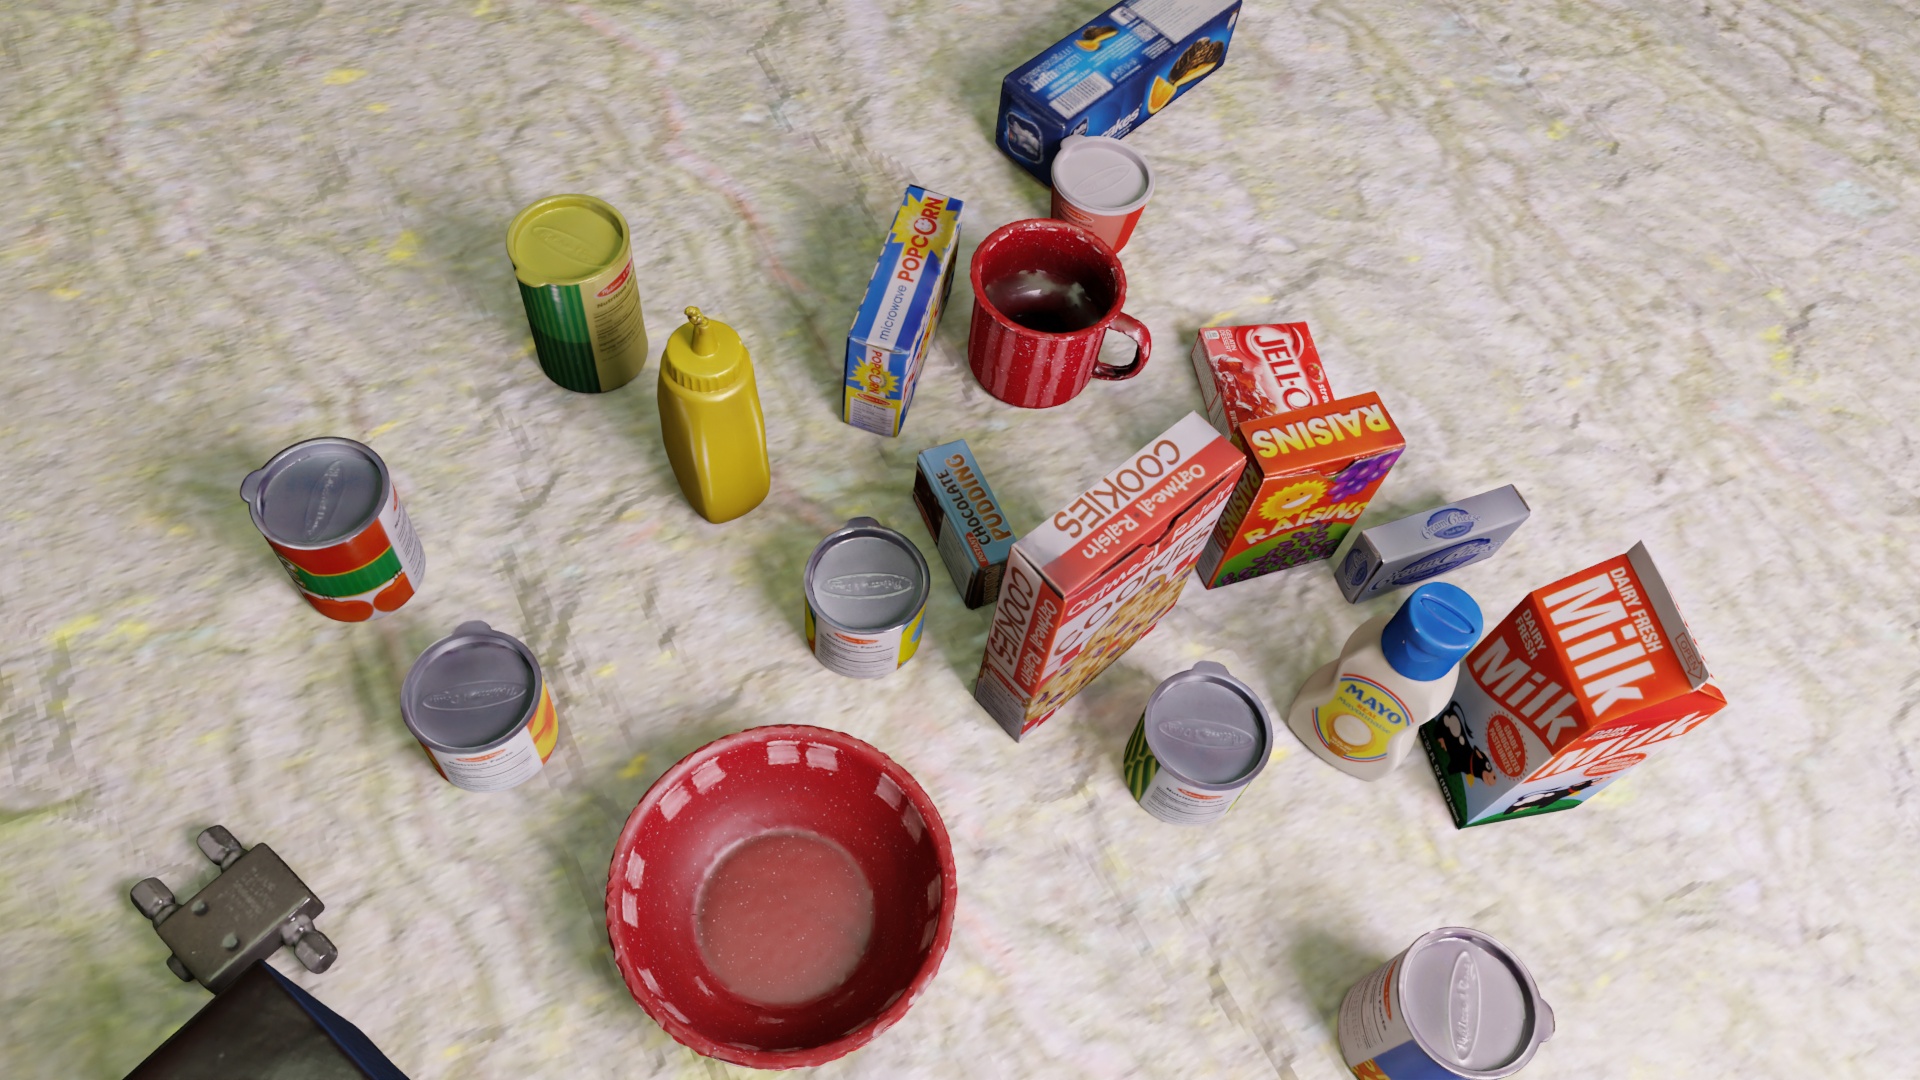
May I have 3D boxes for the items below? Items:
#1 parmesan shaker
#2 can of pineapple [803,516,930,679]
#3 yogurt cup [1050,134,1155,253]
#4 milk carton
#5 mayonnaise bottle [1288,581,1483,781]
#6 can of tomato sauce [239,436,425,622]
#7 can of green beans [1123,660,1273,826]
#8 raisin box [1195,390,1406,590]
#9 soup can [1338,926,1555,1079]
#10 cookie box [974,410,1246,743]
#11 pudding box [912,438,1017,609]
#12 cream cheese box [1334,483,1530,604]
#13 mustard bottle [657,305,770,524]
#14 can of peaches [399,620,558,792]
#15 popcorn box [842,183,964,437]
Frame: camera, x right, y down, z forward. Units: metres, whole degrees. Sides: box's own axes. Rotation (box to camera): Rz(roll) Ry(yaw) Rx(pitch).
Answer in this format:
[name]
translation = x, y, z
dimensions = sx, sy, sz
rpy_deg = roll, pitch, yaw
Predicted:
[parmesan shaker]
translation = -0.221, -0.139, 0.804
dimensions = 0.071, 0.102, 0.071
rpy_deg = 3, 59, -5
[can of pineapple]
translation = -0.051, 0.032, 0.748
dimensions = 0.071, 0.057, 0.071
rpy_deg = 3, 59, -5
[yogurt cup]
translation = 0.090, -0.224, 0.919
dimensions = 0.072, 0.053, 0.073
rpy_deg = 3, 59, -5
[milk carton]
translation = 0.302, 0.075, 0.685
dimensions = 0.073, 0.189, 0.072
rpy_deg = -8, 61, -11
[mayonnaise bottle]
translation = 0.216, 0.071, 0.703
dimensions = 0.065, 0.147, 0.041
rpy_deg = 35, 62, 14
[can of tomato sauce]
translation = -0.324, -0.004, 0.723
dimensions = 0.071, 0.082, 0.071
rpy_deg = 3, 59, -5
[can of green beans]
translation = 0.122, 0.109, 0.722
dimensions = 0.071, 0.057, 0.071
rpy_deg = 3, 59, -5
[raisin box]
translation = 0.182, -0.025, 0.770
dimensions = 0.086, 0.122, 0.040
rpy_deg = -13, 62, -14
[soup can]
translation = 0.224, 0.225, 0.649
dimensions = 0.071, 0.083, 0.071
rpy_deg = 3, 59, -5
[cookie box]
translation = 0.072, 0.023, 0.703
dimensions = 0.123, 0.166, 0.040
rpy_deg = -37, 70, -24
[pudding box]
translation = 0.003, -0.010, 0.784
dimensions = 0.030, 0.049, 0.084
rpy_deg = -19, 63, -17
[cream cheese box]
translation = 0.273, 0.002, 0.805
dimensions = 0.104, 0.053, 0.024
rpy_deg = -16, 63, -15
[mustard bottle]
translation = -0.132, -0.071, 0.741
dimensions = 0.049, 0.159, 0.065
rpy_deg = -27, 66, -20
[can of peaches]
translation = -0.239, 0.084, 0.695
dimensions = 0.071, 0.057, 0.071
rpy_deg = 3, 59, -5
[popcorn box]
translation = -0.035, -0.137, 0.835
dimensions = 0.038, 0.084, 0.127
rpy_deg = 16, 59, 3
